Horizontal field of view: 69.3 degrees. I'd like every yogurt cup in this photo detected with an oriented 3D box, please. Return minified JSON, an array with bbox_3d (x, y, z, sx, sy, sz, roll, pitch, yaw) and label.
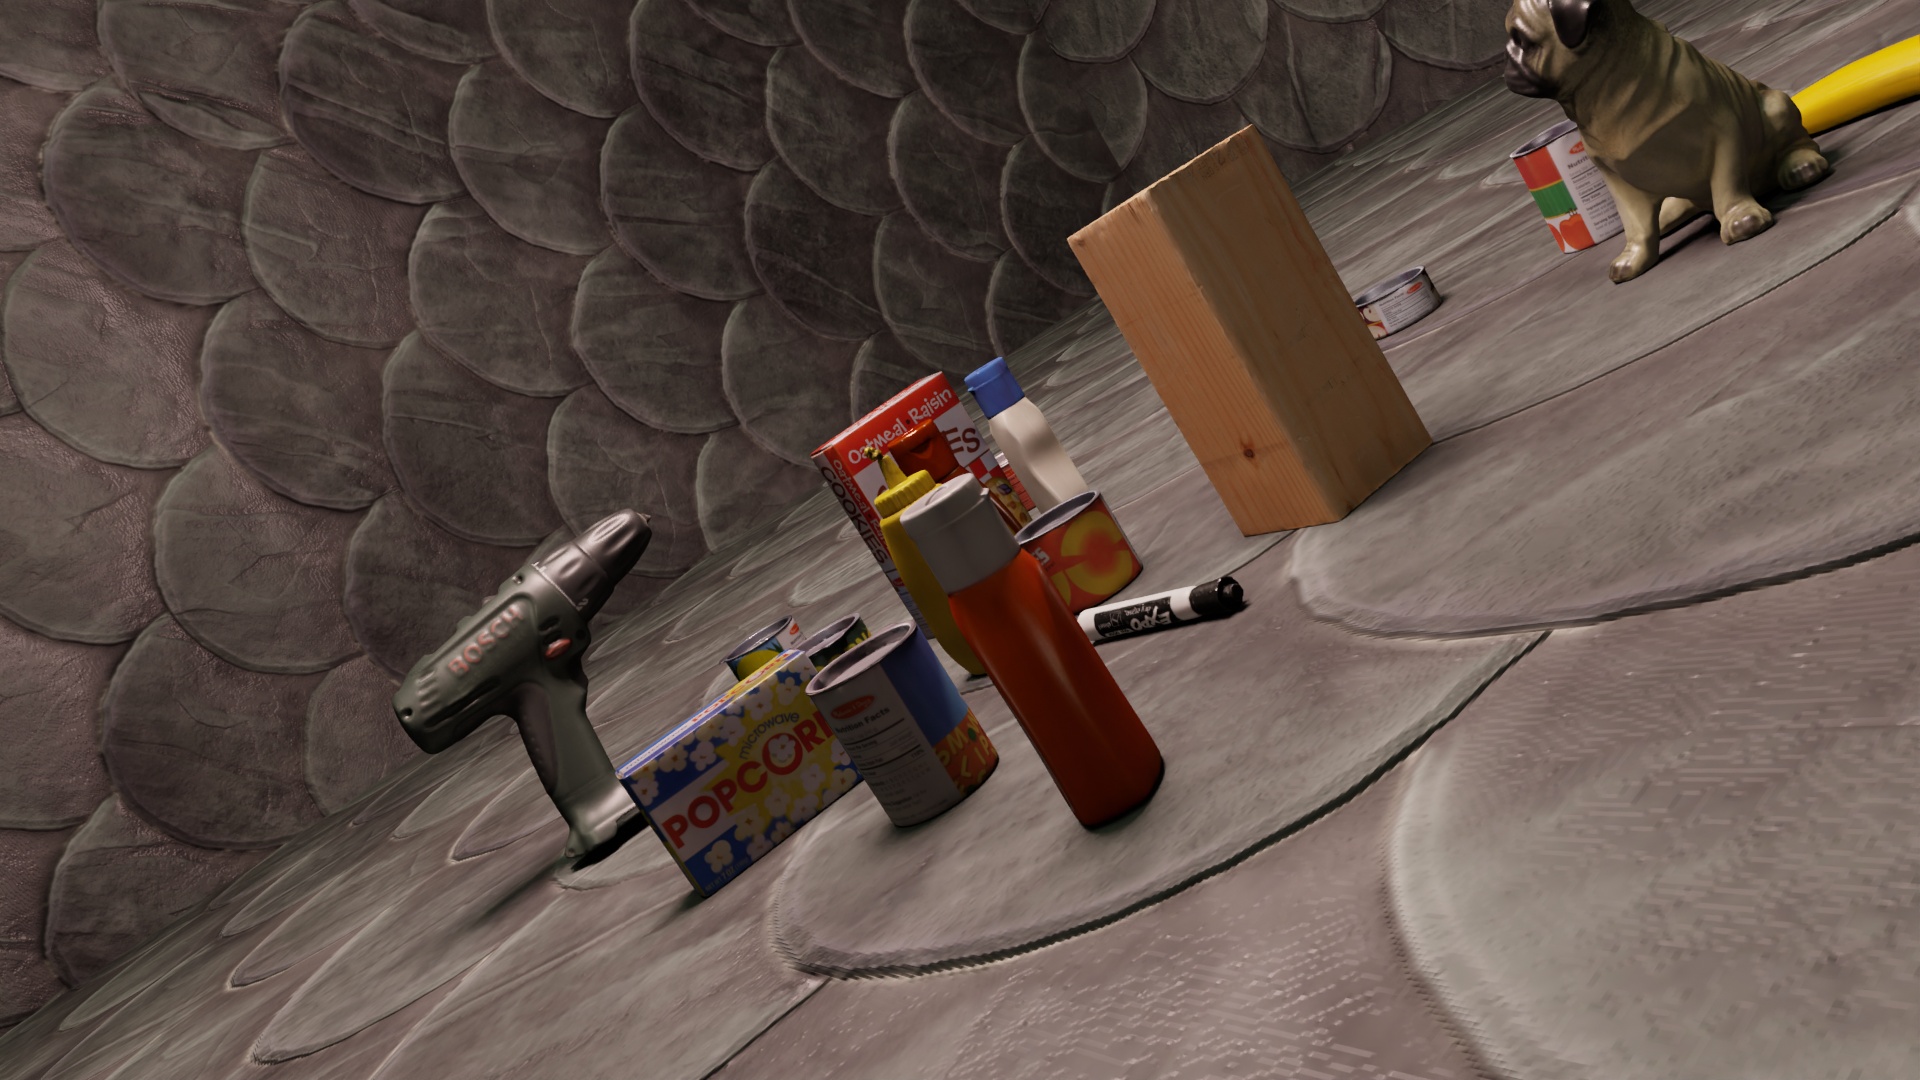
[{"bbox_3d":[0.057,-0.058,1.326,0.072,0.054,0.072,-31,9,6],"label":"yogurt cup"}]

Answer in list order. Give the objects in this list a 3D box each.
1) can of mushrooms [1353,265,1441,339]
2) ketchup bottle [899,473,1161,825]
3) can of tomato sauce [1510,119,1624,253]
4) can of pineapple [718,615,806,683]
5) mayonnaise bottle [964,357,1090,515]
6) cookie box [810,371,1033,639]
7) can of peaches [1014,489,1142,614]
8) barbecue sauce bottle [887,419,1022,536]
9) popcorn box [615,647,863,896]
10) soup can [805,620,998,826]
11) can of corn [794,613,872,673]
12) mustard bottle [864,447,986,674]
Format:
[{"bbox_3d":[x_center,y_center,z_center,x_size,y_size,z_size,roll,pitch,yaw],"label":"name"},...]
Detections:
[{"bbox_3d":[0.352,-0.193,1.128,0.071,0.033,0.071,-31,9,6],"label":"can of mushrooms"},{"bbox_3d":[0.029,0.043,0.579,0.043,0.148,0.065,-30,9,13],"label":"ketchup bottle"},{"bbox_3d":[0.451,-0.261,1.012,0.071,0.083,0.071,-31,9,6],"label":"can of tomato sauce"},{"bbox_3d":[-0.152,0.104,1.141,0.071,0.058,0.071,-31,9,6],"label":"can of pineapple"},{"bbox_3d":[0.057,-0.077,1.129,0.041,0.148,0.064,-34,9,-14],"label":"mayonnaise bottle"},{"bbox_3d":[-0.021,-0.028,1.065,0.123,0.167,0.040,-38,11,-35],"label":"cookie box"},{"bbox_3d":[0.074,0.009,0.896,0.071,0.058,0.071,-31,9,6],"label":"can of peaches"},{"bbox_3d":[0.003,-0.012,0.956,0.065,0.148,0.043,-33,9,-7],"label":"barbecue sauce bottle"},{"bbox_3d":[-0.123,0.132,0.805,0.127,0.085,0.038,-35,9,-21],"label":"popcorn box"},{"bbox_3d":[-0.028,0.092,0.712,0.071,0.083,0.071,-31,9,6],"label":"soup can"},{"bbox_3d":[-0.082,0.093,0.967,0.071,0.058,0.071,-31,9,6],"label":"can of corn"},{"bbox_3d":[-0.011,0.006,0.867,0.065,0.160,0.049,-24,12,41],"label":"mustard bottle"}]
